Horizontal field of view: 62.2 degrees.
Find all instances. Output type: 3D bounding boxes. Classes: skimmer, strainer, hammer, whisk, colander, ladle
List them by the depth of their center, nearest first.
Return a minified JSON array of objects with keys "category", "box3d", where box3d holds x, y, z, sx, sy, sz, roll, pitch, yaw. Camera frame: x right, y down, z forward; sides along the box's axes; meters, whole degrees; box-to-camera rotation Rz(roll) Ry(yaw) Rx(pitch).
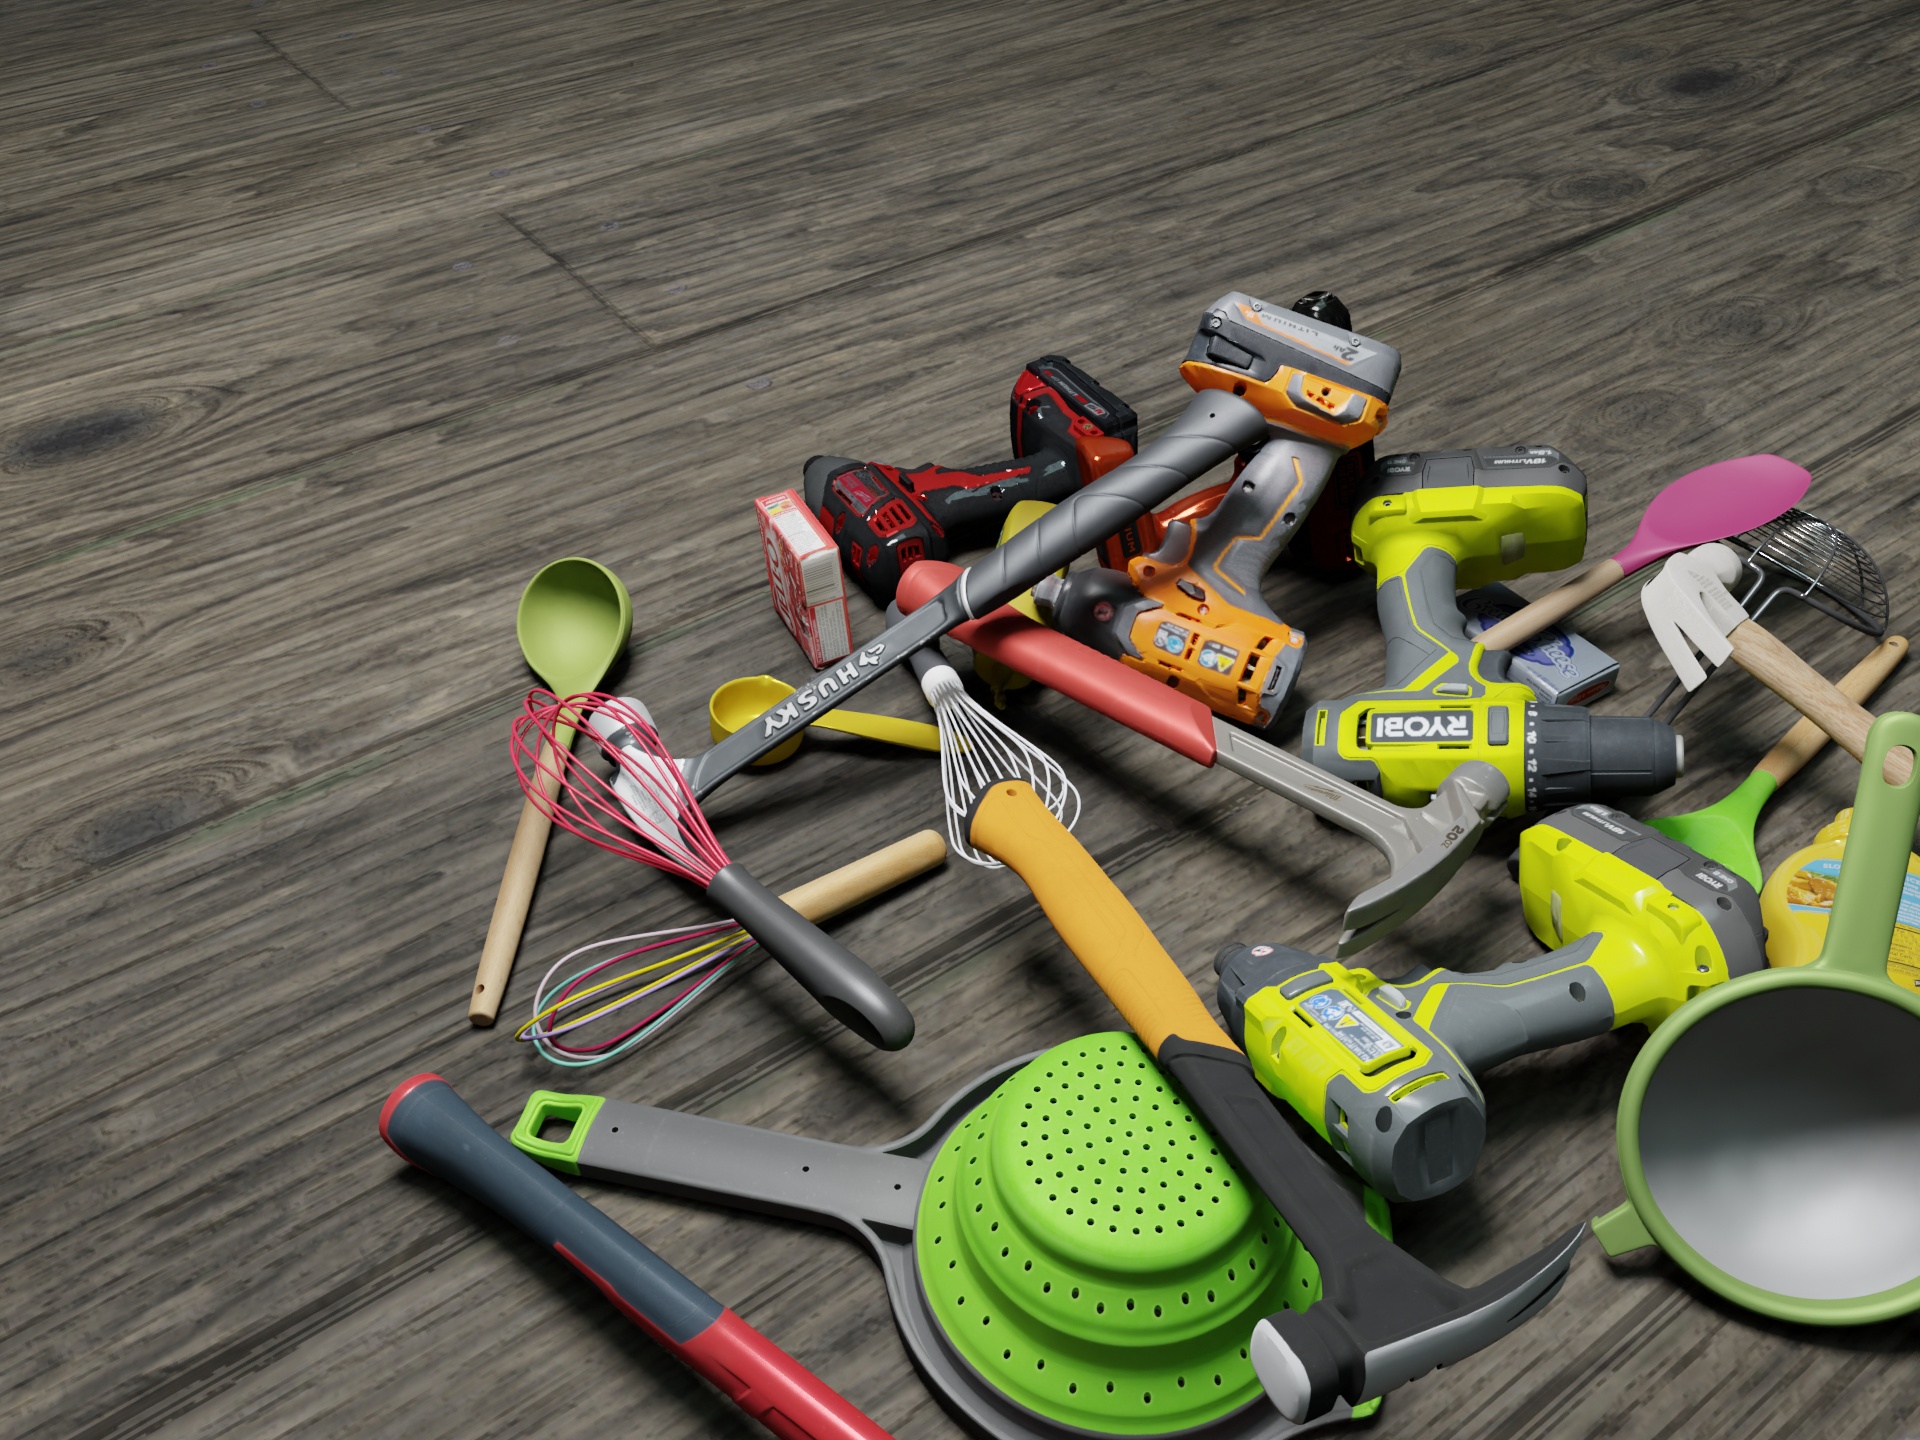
[{"category":"hammer","box3d":[-0.103,0.229,0.619,0.387,0.143,0.038,24,45,31]},{"category":"hammer","box3d":[0.095,0.123,0.655,0.127,0.034,0.337,-13,36,-21]},{"category":"strainer","box3d":[0.366,0.121,0.673,0.151,0.256,0.069,11,6,15]},{"category":"colander","box3d":[-0.011,0.188,0.680,0.397,0.094,0.205,8,43,10]},{"category":"whisk","box3d":[-0.129,0.069,0.786,0.296,0.073,0.073,36,54,29]},{"category":"whisk","box3d":[-0.110,0.110,0.810,0.245,0.047,0.051,-23,45,-27]},{"category":"hammer","box3d":[0.491,0.030,0.819,0.331,0.031,0.130,46,39,20]},{"category":"hammer","box3d":[0.097,-0.002,0.847,0.359,0.036,0.149,29,43,33]},{"category":"hammer","box3d":[-0.009,-0.055,0.870,0.409,0.036,0.149,-34,56,0]},{"category":"ladle","box3d":[-0.240,0.028,0.896,0.078,0.062,0.320,-17,42,18]},{"category":"whisk","box3d":[-0.003,-0.002,0.909,0.070,0.070,0.285,-12,33,-12]},{"category":"skimmer","box3d":[0.426,-0.012,0.939,0.127,0.090,0.363,39,65,23]}]

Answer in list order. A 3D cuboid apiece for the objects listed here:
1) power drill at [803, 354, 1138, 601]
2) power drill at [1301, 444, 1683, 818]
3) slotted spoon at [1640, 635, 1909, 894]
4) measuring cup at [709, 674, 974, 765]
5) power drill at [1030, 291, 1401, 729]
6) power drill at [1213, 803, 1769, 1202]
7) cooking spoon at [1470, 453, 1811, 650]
[{"category":"power drill","box3d":[0.002,-0.168,1.093,0.219,0.078,0.143,-25,46,-20]},{"category":"power drill","box3d":[0.299,-0.046,0.896,0.190,0.080,0.229,-1,54,21]},{"category":"slotted spoon","box3d":[0.469,0.024,0.900,0.314,0.031,0.070,-32,50,-32]},{"category":"measuring cup","box3d":[-0.071,0.011,0.939,0.156,0.029,0.062,10,39,-5]},{"category":"power drill","box3d":[0.148,-0.127,0.934,0.164,0.226,0.084,21,4,5]},{"category":"power drill","box3d":[0.242,0.121,0.749,0.223,0.080,0.171,-19,26,-15]},{"category":"cooking spoon","box3d":[0.375,-0.079,0.961,0.319,0.017,0.069,-30,40,-7]}]
